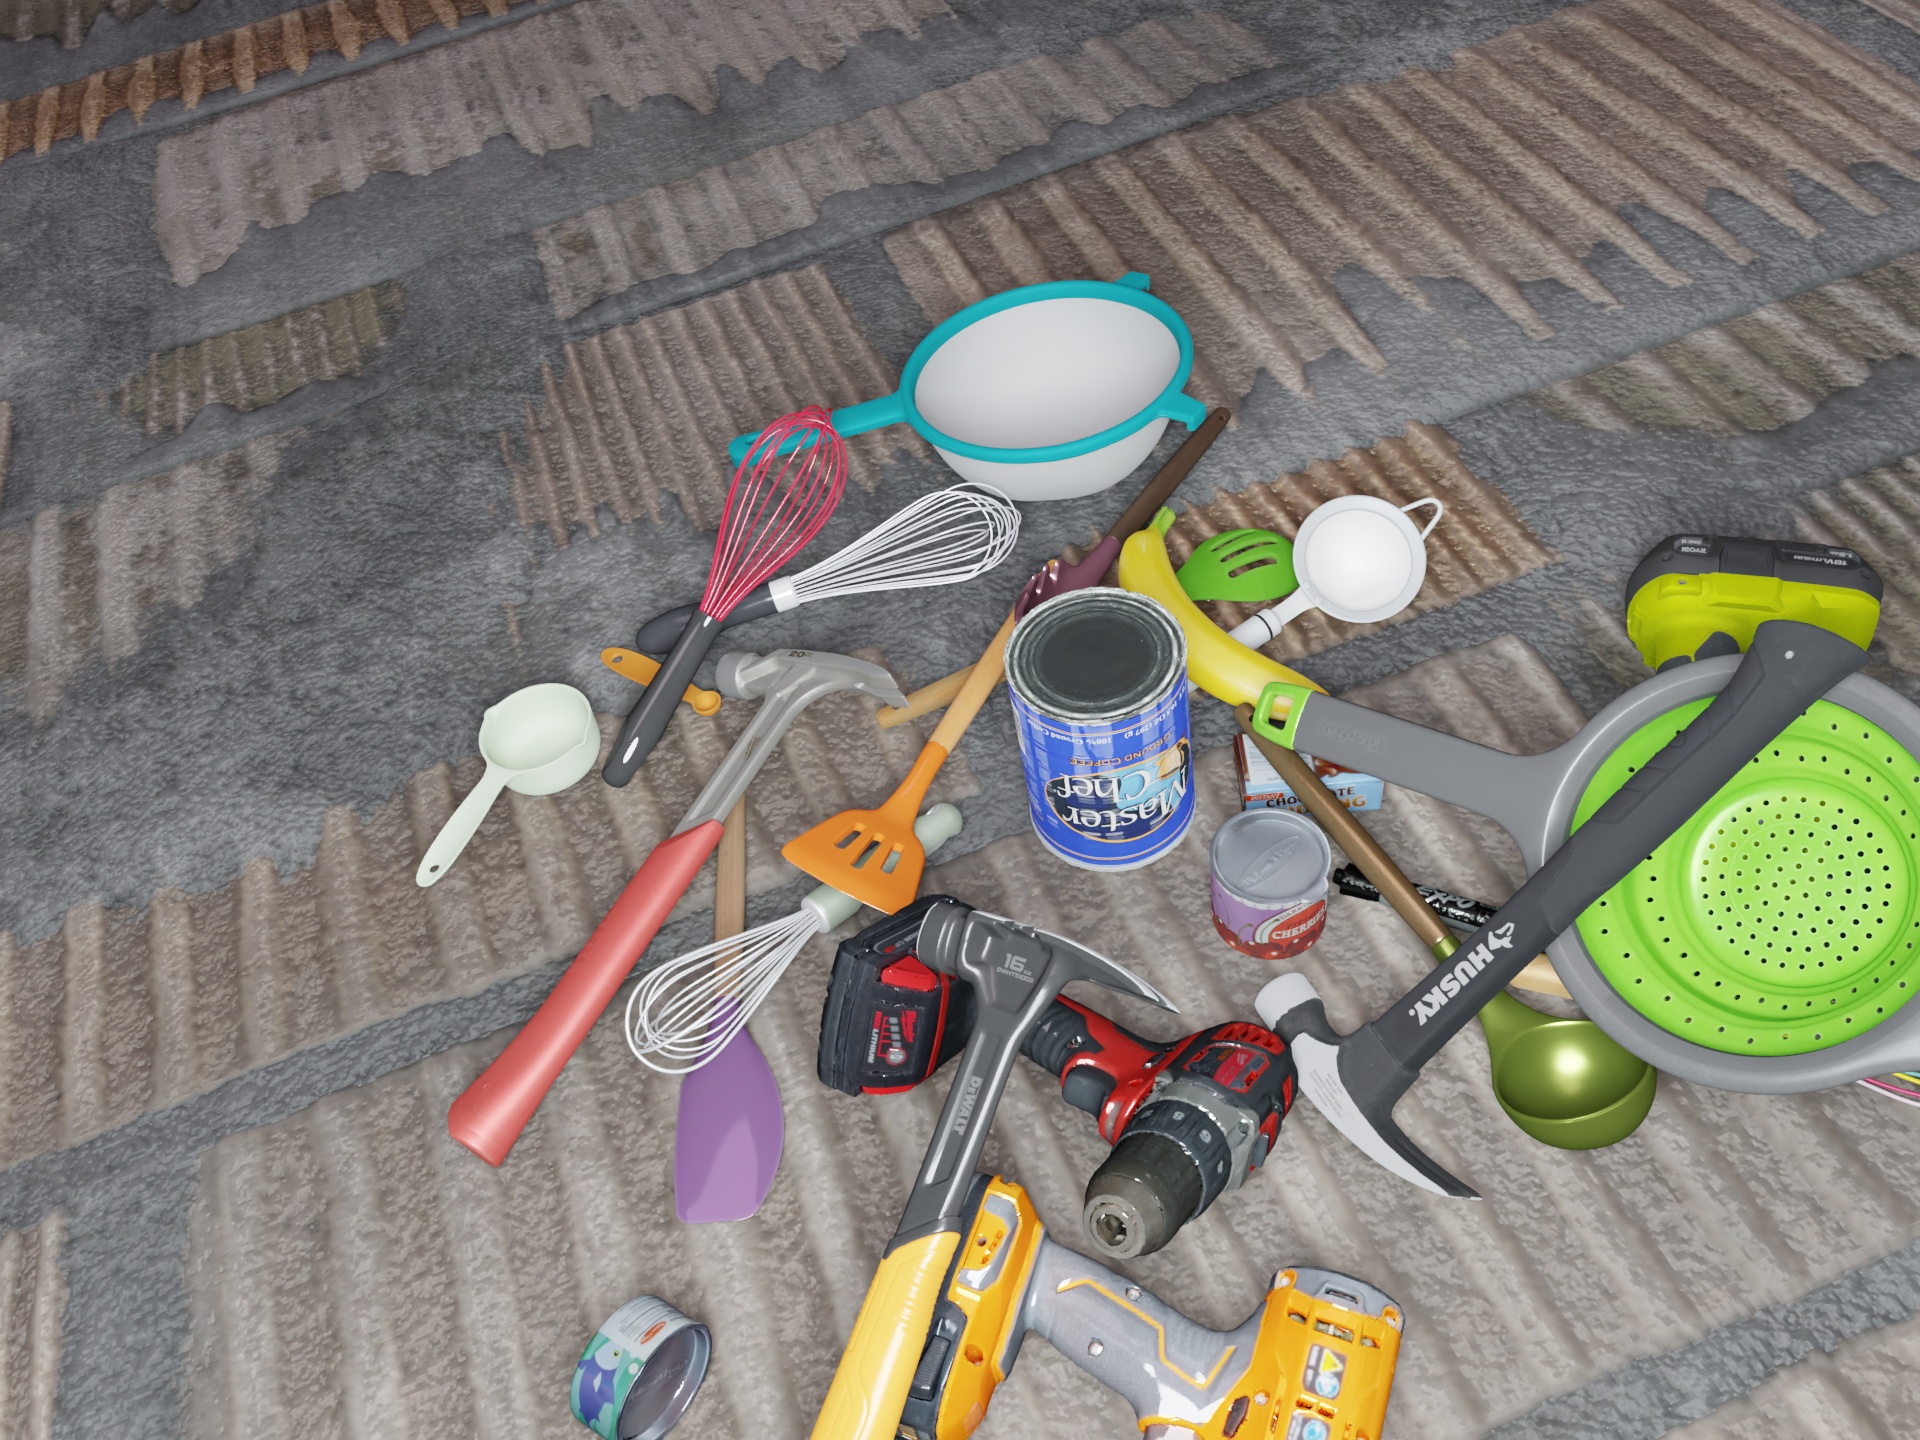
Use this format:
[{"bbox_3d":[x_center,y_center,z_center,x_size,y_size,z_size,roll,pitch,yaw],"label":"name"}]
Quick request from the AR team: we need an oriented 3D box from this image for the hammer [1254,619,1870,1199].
[{"bbox_3d":[0.292,0.084,0.760,0.334,0.035,0.146,-50,47,20],"label":"hammer"}]

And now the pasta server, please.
[{"bbox_3d":[0.121,-0.138,1.094,0.060,0.040,0.316,46,52,-7],"label":"pasta server"}]

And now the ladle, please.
[{"bbox_3d":[0.245,0.095,0.859,0.078,0.062,0.320,-29,56,-10],"label":"ladle"}]

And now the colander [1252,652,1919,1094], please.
[{"bbox_3d":[0.334,0.052,0.822,0.397,0.094,0.204,22,96,41],"label":"colander"}]

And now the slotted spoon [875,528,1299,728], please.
[{"bbox_3d":[0.089,-0.061,1.064,0.314,0.031,0.070,-24,50,-8],"label":"slotted spoon"}]

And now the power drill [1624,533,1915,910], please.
[{"bbox_3d":[0.462,0.006,0.902,0.190,0.080,0.229,7,54,18],"label":"power drill"}]

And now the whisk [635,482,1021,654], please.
[{"bbox_3d":[-0.093,-0.100,1.116,0.284,0.070,0.070,-18,49,2],"label":"whisk"}]

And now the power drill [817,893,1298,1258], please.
[{"bbox_3d":[0.040,0.176,0.787,0.227,0.080,0.188,19,19,25],"label":"power drill"}]

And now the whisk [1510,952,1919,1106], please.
[{"bbox_3d":[0.406,0.152,0.809,0.245,0.051,0.047,10,58,22],"label":"whisk"}]

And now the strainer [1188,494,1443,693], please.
[{"bbox_3d":[0.205,-0.068,1.038,0.258,0.050,0.087,-33,79,-10],"label":"strainer"}]

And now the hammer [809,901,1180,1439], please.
[{"bbox_3d":[-0.018,0.249,0.680,0.127,0.034,0.337,13,76,38],"label":"hammer"}]

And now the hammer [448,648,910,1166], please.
[{"bbox_3d":[-0.173,0.100,0.940,0.149,0.036,0.359,9,56,39],"label":"hammer"}]

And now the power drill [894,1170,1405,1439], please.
[{"bbox_3d":[0.071,0.307,0.717,0.226,0.084,0.164,13,55,17],"label":"power drill"}]

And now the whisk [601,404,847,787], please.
[{"bbox_3d":[-0.159,-0.085,1.066,0.073,0.073,0.296,24,79,28],"label":"whisk"}]

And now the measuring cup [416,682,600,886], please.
[{"bbox_3d":[-0.296,0.049,1.037,0.083,0.038,0.168,15,56,22],"label":"measuring cup"}]

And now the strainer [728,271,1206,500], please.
[{"bbox_3d":[0.006,-0.209,1.165,0.340,0.095,0.211,-14,46,3],"label":"strainer"}]

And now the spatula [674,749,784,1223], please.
[{"bbox_3d":[-0.134,0.143,0.936,0.060,0.018,0.316,-6,50,0],"label":"spatula"}]

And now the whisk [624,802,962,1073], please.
[{"bbox_3d":[-0.090,0.118,0.921,0.246,0.058,0.059,-35,93,-29],"label":"whisk"}]

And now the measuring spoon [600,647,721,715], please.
[{"bbox_3d":[-0.209,-0.027,1.104,0.117,0.011,0.021,24,58,32],"label":"measuring spoon"}]

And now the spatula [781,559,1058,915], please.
[{"bbox_3d":[-0.002,-0.003,0.984,0.081,0.041,0.323,27,52,7],"label":"spatula"}]
